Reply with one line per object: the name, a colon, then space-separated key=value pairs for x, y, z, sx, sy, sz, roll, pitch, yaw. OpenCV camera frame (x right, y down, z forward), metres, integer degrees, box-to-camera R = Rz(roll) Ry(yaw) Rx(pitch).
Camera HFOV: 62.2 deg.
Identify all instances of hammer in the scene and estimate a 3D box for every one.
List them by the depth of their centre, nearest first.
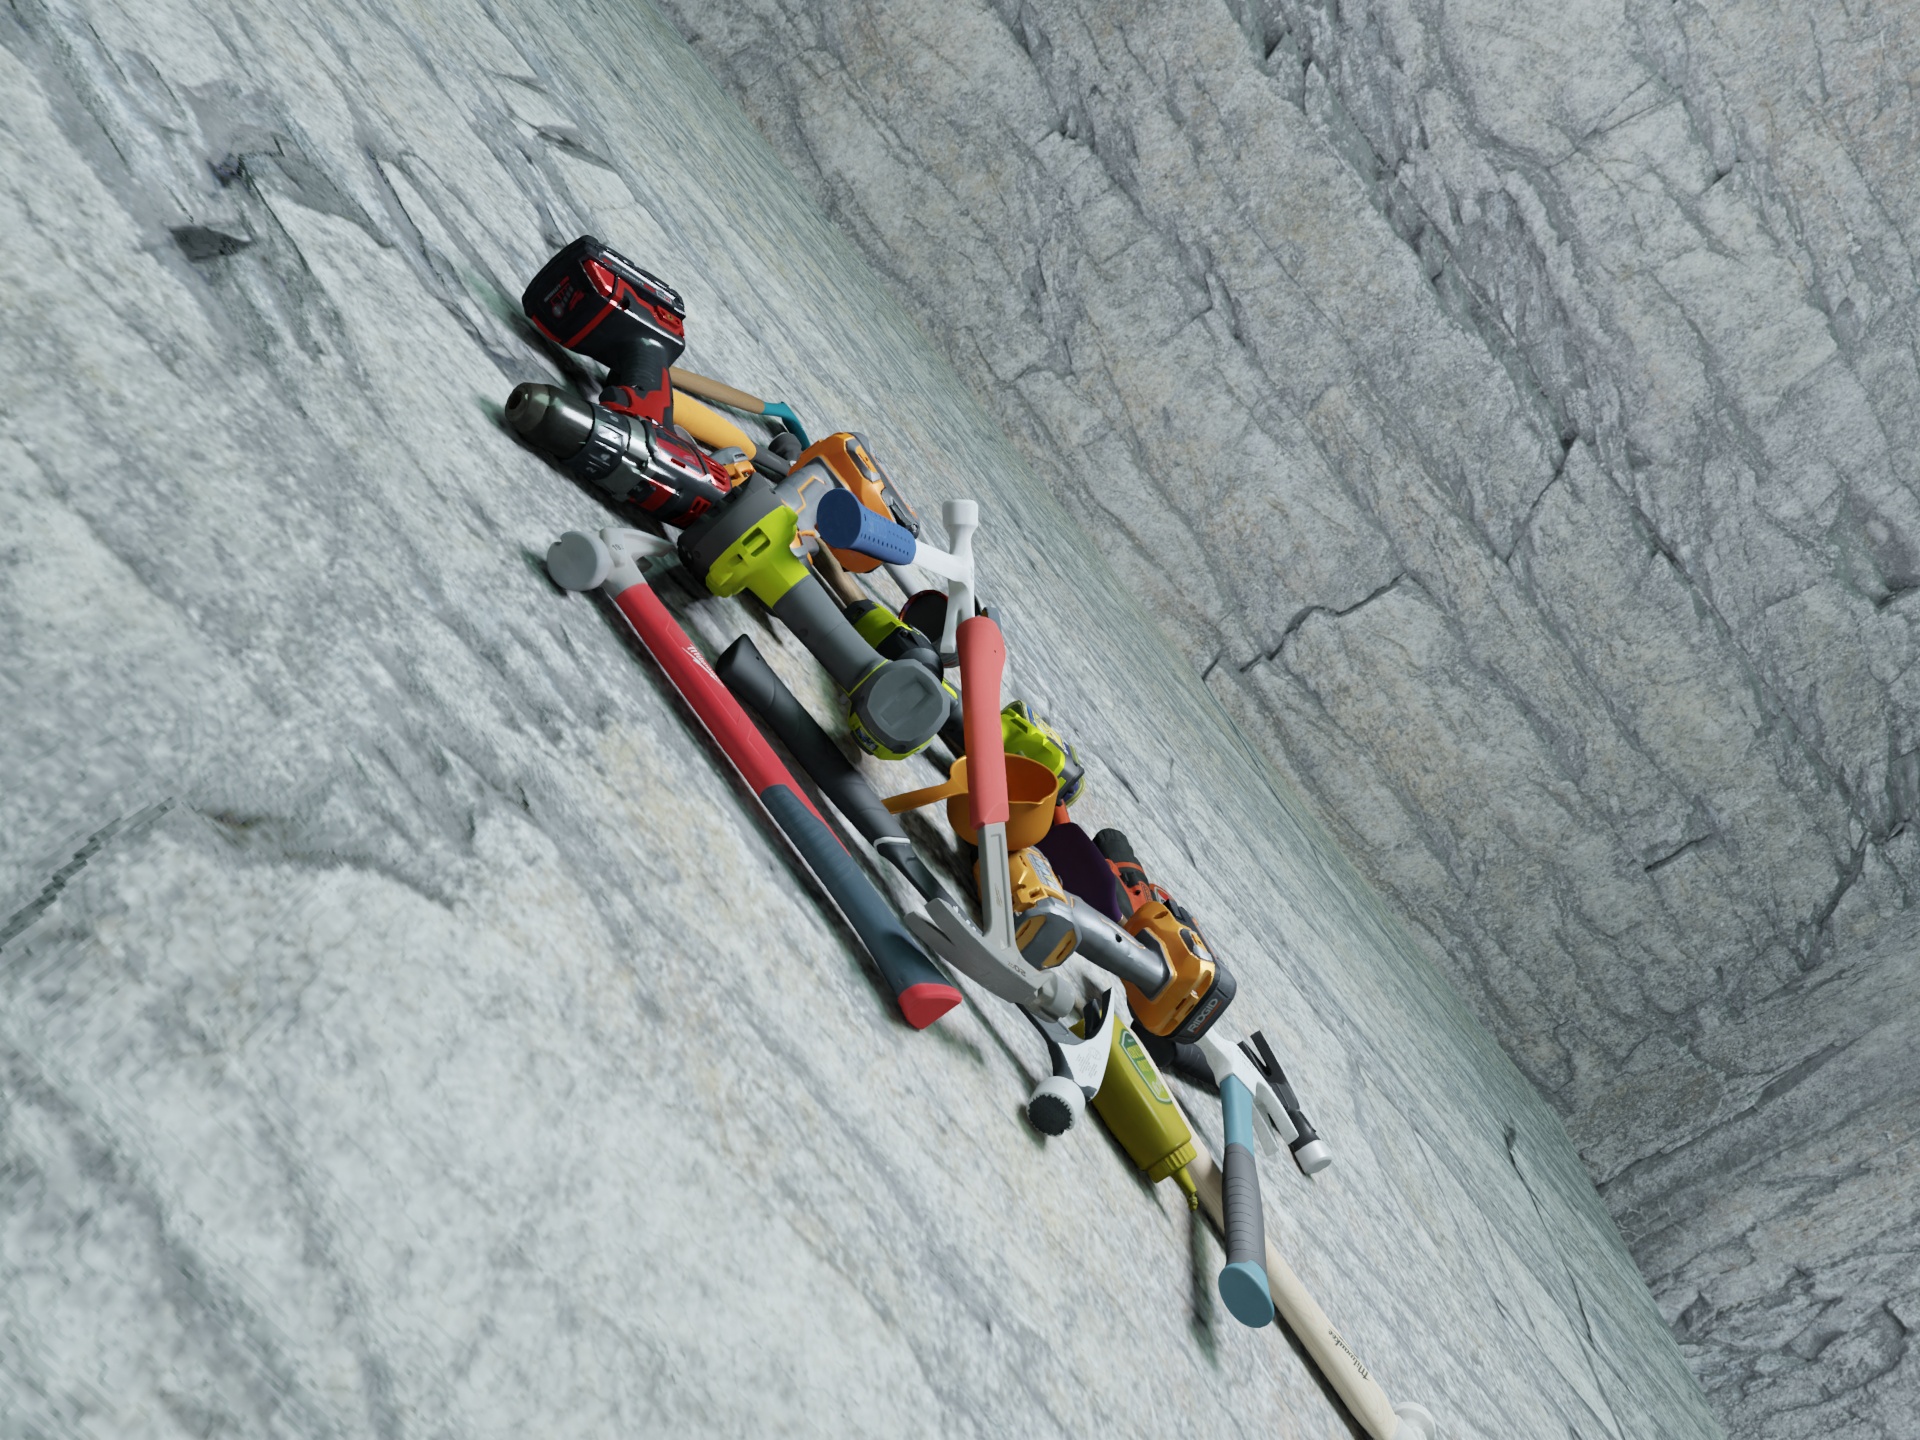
hammer: x=-0.123 y=0.034 z=1.050 sx=0.386 sy=0.038 sz=0.143 roll=53 pitch=13 yaw=3
hammer: x=-0.033 y=0.101 z=1.134 sx=0.409 sy=0.036 sz=0.149 roll=50 pitch=29 yaw=0
hammer: x=0.014 y=0.044 z=1.166 sx=0.149 sy=0.036 sz=0.359 roll=41 pitch=29 yaw=-34
hammer: x=0.215 y=0.344 z=1.228 sx=0.128 sy=0.033 sz=0.331 roll=48 pitch=18 yaw=-8
hammer: x=0.232 y=0.418 z=1.236 sx=0.411 sy=0.038 sz=0.146 roll=54 pitch=16 yaw=8
hammer: x=-0.040 y=-0.134 z=1.309 sx=0.405 sy=0.035 sz=0.144 roll=0 pitch=89 yaw=-77
hammer: x=-0.212 y=-0.256 z=1.469 sx=0.127 sy=0.034 sz=0.336 roll=57 pitch=15 yaw=20
hammer: x=-0.069 y=-0.076 z=1.490 sx=0.331 sy=0.031 sz=0.130 roll=52 pitch=15 yaw=-5
hammer: x=0.246 y=0.329 z=1.494 sx=0.334 sy=0.035 sz=0.146 roll=35 pitch=23 yaw=-49

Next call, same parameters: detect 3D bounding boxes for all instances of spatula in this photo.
spatula: x=0.150 y=0.196 z=1.454 sx=0.315 sy=0.060 sz=0.018 roll=54 pitch=30 yaw=-35
spatula: x=-0.223 y=-0.311 z=1.594 sx=0.082 sy=0.044 sz=0.317 roll=57 pitch=20 yaw=16

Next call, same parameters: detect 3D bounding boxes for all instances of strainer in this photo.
strainer: x=-0.081 y=-0.177 z=1.574 sx=0.258 sy=0.050 sz=0.087 roll=52 pitch=15 yaw=-42

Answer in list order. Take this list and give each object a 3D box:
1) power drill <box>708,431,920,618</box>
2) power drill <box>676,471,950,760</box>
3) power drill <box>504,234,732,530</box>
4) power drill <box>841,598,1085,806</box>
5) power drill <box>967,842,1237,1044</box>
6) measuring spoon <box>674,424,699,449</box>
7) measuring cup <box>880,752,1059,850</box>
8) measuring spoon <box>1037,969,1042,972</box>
power drill: x=-0.126 y=-0.160 z=1.351 sx=0.164 sy=0.084 sz=0.226 roll=58 pitch=30 yaw=1
power drill: x=-0.105 y=-0.062 z=1.183 sx=0.228 sy=0.080 sz=0.190 roll=48 pitch=-10 yaw=-2
power drill: x=-0.269 y=-0.258 z=1.198 sx=0.187 sy=0.080 sz=0.227 roll=24 pitch=39 yaw=-48
power drill: x=-0.002 y=-0.004 z=1.365 sx=0.223 sy=0.080 sz=0.171 roll=41 pitch=-1 yaw=-29
power drill: x=0.103 y=0.162 z=1.319 sx=0.226 sy=0.084 sz=0.186 roll=29 pitch=16 yaw=-27
measuring spoon: x=-0.225 y=-0.198 z=1.342 sx=0.034 sy=0.018 sz=0.124 roll=29 pitch=34 yaw=-57
measuring cup: x=-0.003 y=0.074 z=1.245 sx=0.173 sy=0.052 sz=0.095 roll=-12 pitch=31 yaw=-33
measuring spoon: x=0.066 y=0.183 z=1.326 sx=0.021 sy=0.011 sz=0.117 roll=50 pitch=14 yaw=-10
